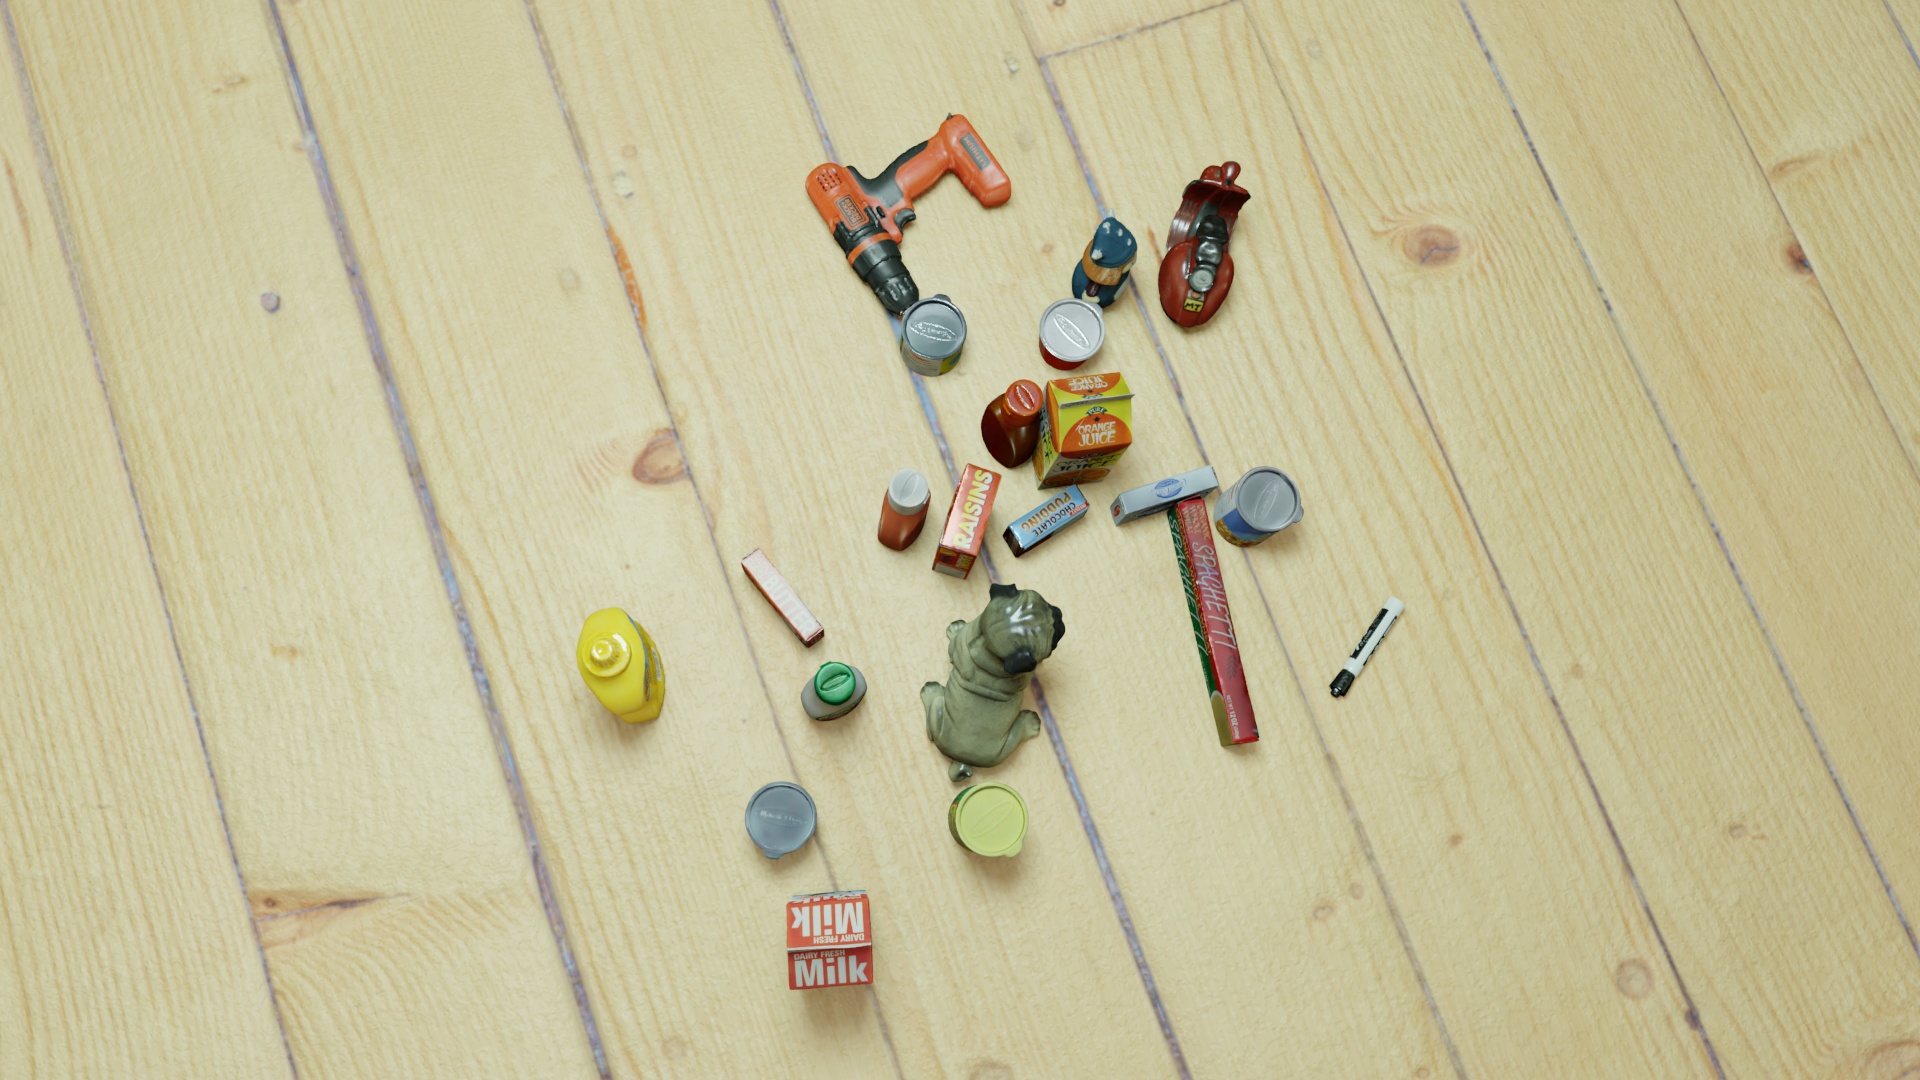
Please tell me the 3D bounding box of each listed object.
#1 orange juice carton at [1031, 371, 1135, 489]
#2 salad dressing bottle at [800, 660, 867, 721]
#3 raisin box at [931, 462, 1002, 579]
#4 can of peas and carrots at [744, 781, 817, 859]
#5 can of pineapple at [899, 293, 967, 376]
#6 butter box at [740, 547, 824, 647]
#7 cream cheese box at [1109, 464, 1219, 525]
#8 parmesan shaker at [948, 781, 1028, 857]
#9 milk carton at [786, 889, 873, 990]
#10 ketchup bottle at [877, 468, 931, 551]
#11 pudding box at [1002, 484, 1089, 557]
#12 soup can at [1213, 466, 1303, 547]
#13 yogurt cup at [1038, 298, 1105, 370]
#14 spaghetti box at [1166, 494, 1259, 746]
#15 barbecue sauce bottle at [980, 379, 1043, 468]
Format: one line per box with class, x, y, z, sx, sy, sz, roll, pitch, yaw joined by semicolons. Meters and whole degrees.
orange juice carton;0.116;-0.109;1.343;0.072;0.192;0.073;-7;79;-7
salad dressing bottle;-0.117;0.138;1.290;0.064;0.147;0.044;-26;82;-10
raisin box;0.005;-0.017;1.348;0.040;0.123;0.086;19;77;-1
can of peas and carrots;-0.168;0.263;1.304;0.071;0.058;0.071;1;78;-5
can of pineapple;-0.027;-0.208;1.420;0.071;0.057;0.071;1;78;-5
butter box;-0.173;0.057;1.351;0.024;0.053;0.103;-39;84;-11
cream cheese box;0.206;-0.046;1.409;0.104;0.053;0.024;-18;80;-9
parmesan shaker;0.026;0.263;1.299;0.071;0.103;0.071;1;78;-5
milk carton;-0.115;0.350;1.222;0.072;0.190;0.073;-3;79;-6
ketchup bottle;-0.052;-0.033;1.333;0.043;0.148;0.065;25;77;0
pudding box;0.086;-0.019;1.393;0.084;0.049;0.030;-32;83;-11
soup can;0.299;-0.031;1.399;0.071;0.083;0.071;1;78;-5
yogurt cup;0.112;-0.210;1.435;0.072;0.054;0.072;1;78;-5
spaghetti box;0.251;0.080;1.387;0.029;0.050;0.250;-10;79;-7
barbecue sauce bottle;0.053;-0.118;1.361;0.044;0.148;0.065;-29;82;-10
